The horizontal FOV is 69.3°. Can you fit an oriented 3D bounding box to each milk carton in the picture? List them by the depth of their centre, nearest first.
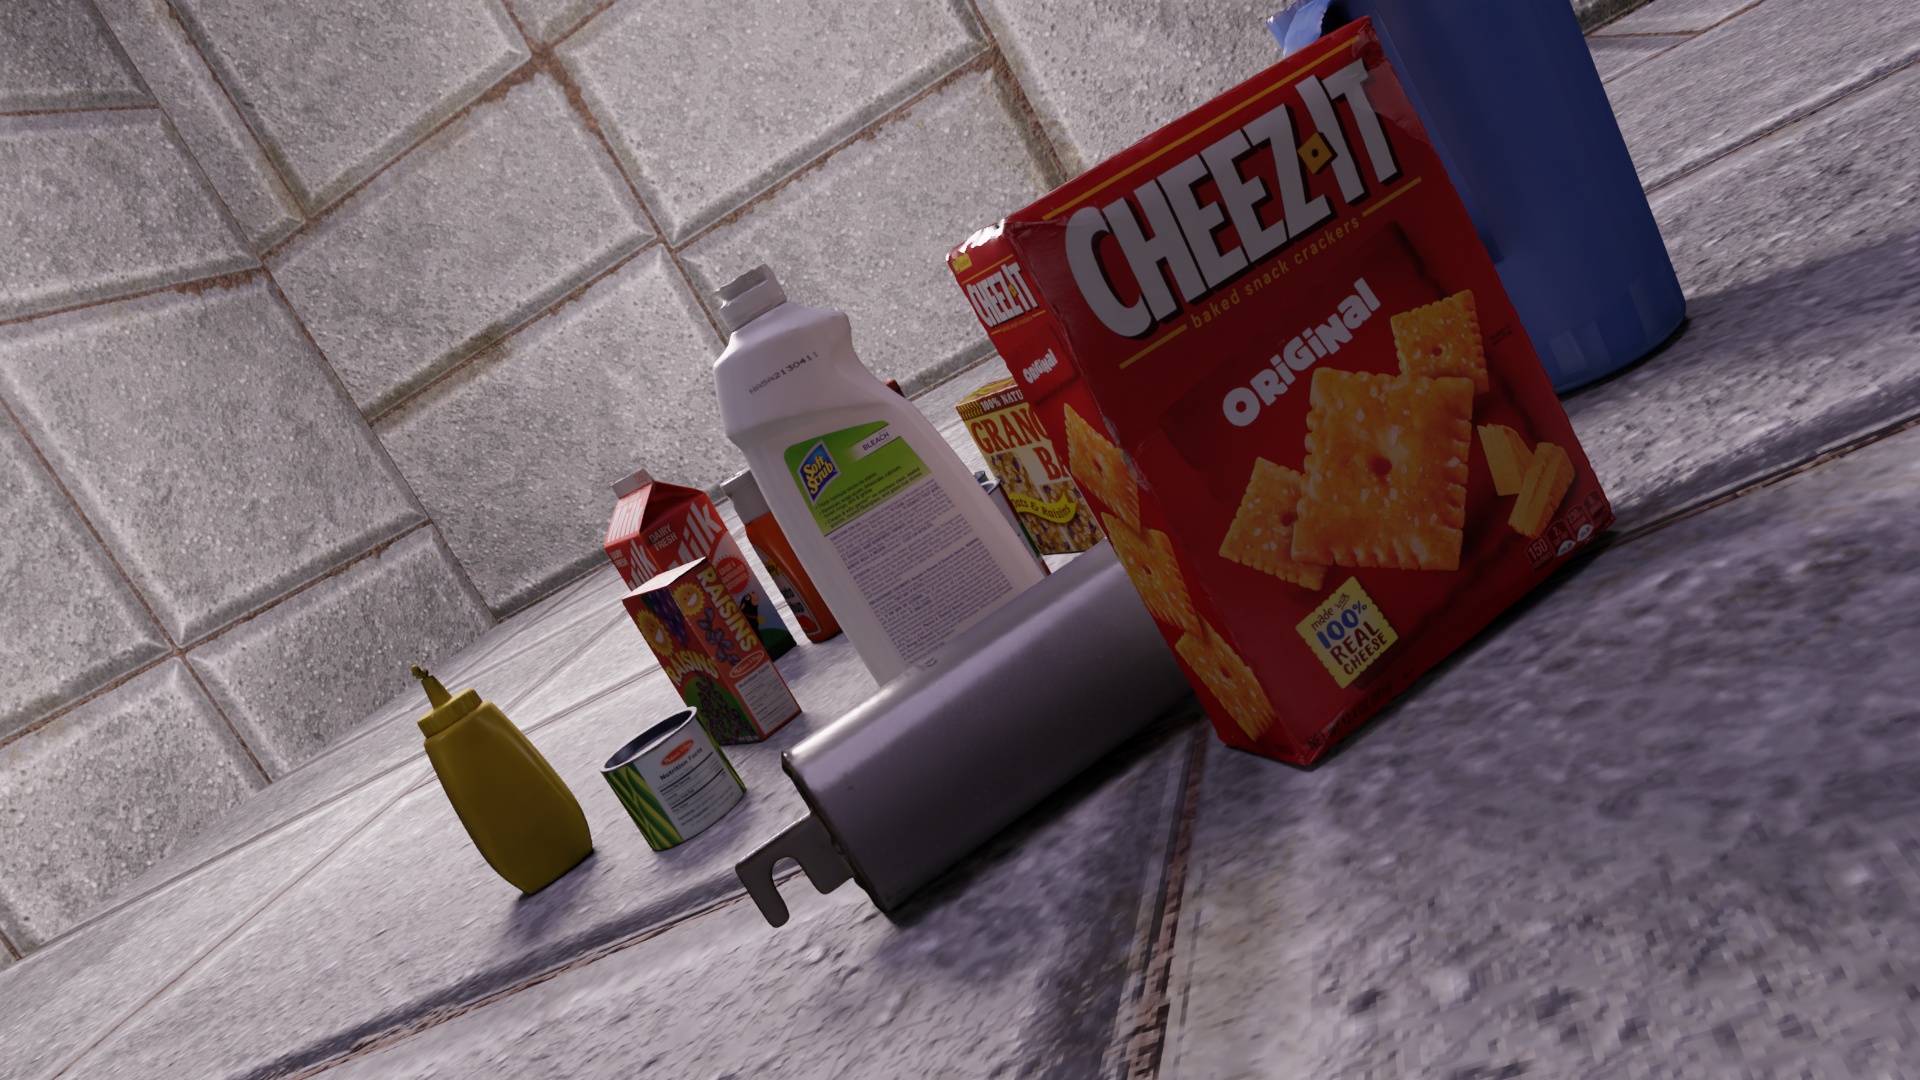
[{"bbox_3d":[-0.224,0.029,1.143,0.074,0.190,0.072,-37,12,-37],"label":"milk carton"}]

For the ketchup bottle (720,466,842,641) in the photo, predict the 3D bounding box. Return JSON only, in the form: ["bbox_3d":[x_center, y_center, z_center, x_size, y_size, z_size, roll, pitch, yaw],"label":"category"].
[{"bbox_3d":[-0.139,0.009,1.119,0.044,0.148,0.064,-34,10,-20],"label":"ketchup bottle"}]

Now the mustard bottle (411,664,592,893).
[{"bbox_3d":[-0.296,0.143,0.874,0.065,0.160,0.048,-34,10,-23],"label":"mustard bottle"}]

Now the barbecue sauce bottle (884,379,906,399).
[{"bbox_3d":[-0.036,-0.067,1.202,0.065,0.148,0.043,-38,12,-38],"label":"barbecue sauce bottle"}]

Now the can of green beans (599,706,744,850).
[{"bbox_3d":[-0.170,0.141,0.822,0.071,0.057,0.071,-29,10,6],"label":"can of green beans"}]

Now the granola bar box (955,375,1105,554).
[{"bbox_3d":[0.072,-0.055,0.908,0.039,0.124,0.165,-34,11,-21],"label":"granola bar box"}]

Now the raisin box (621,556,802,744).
[{"bbox_3d":[-0.170,0.077,0.946,0.040,0.123,0.086,-36,12,-33],"label":"raisin box"}]

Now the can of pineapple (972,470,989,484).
[{"bbox_3d":[0.004,-0.014,1.088,0.071,0.058,0.071,-29,10,6],"label":"can of pineapple"}]

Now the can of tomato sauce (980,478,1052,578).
[{"bbox_3d":[0.015,0.014,0.848,0.071,0.083,0.071,-29,10,6],"label":"can of tomato sauce"}]
